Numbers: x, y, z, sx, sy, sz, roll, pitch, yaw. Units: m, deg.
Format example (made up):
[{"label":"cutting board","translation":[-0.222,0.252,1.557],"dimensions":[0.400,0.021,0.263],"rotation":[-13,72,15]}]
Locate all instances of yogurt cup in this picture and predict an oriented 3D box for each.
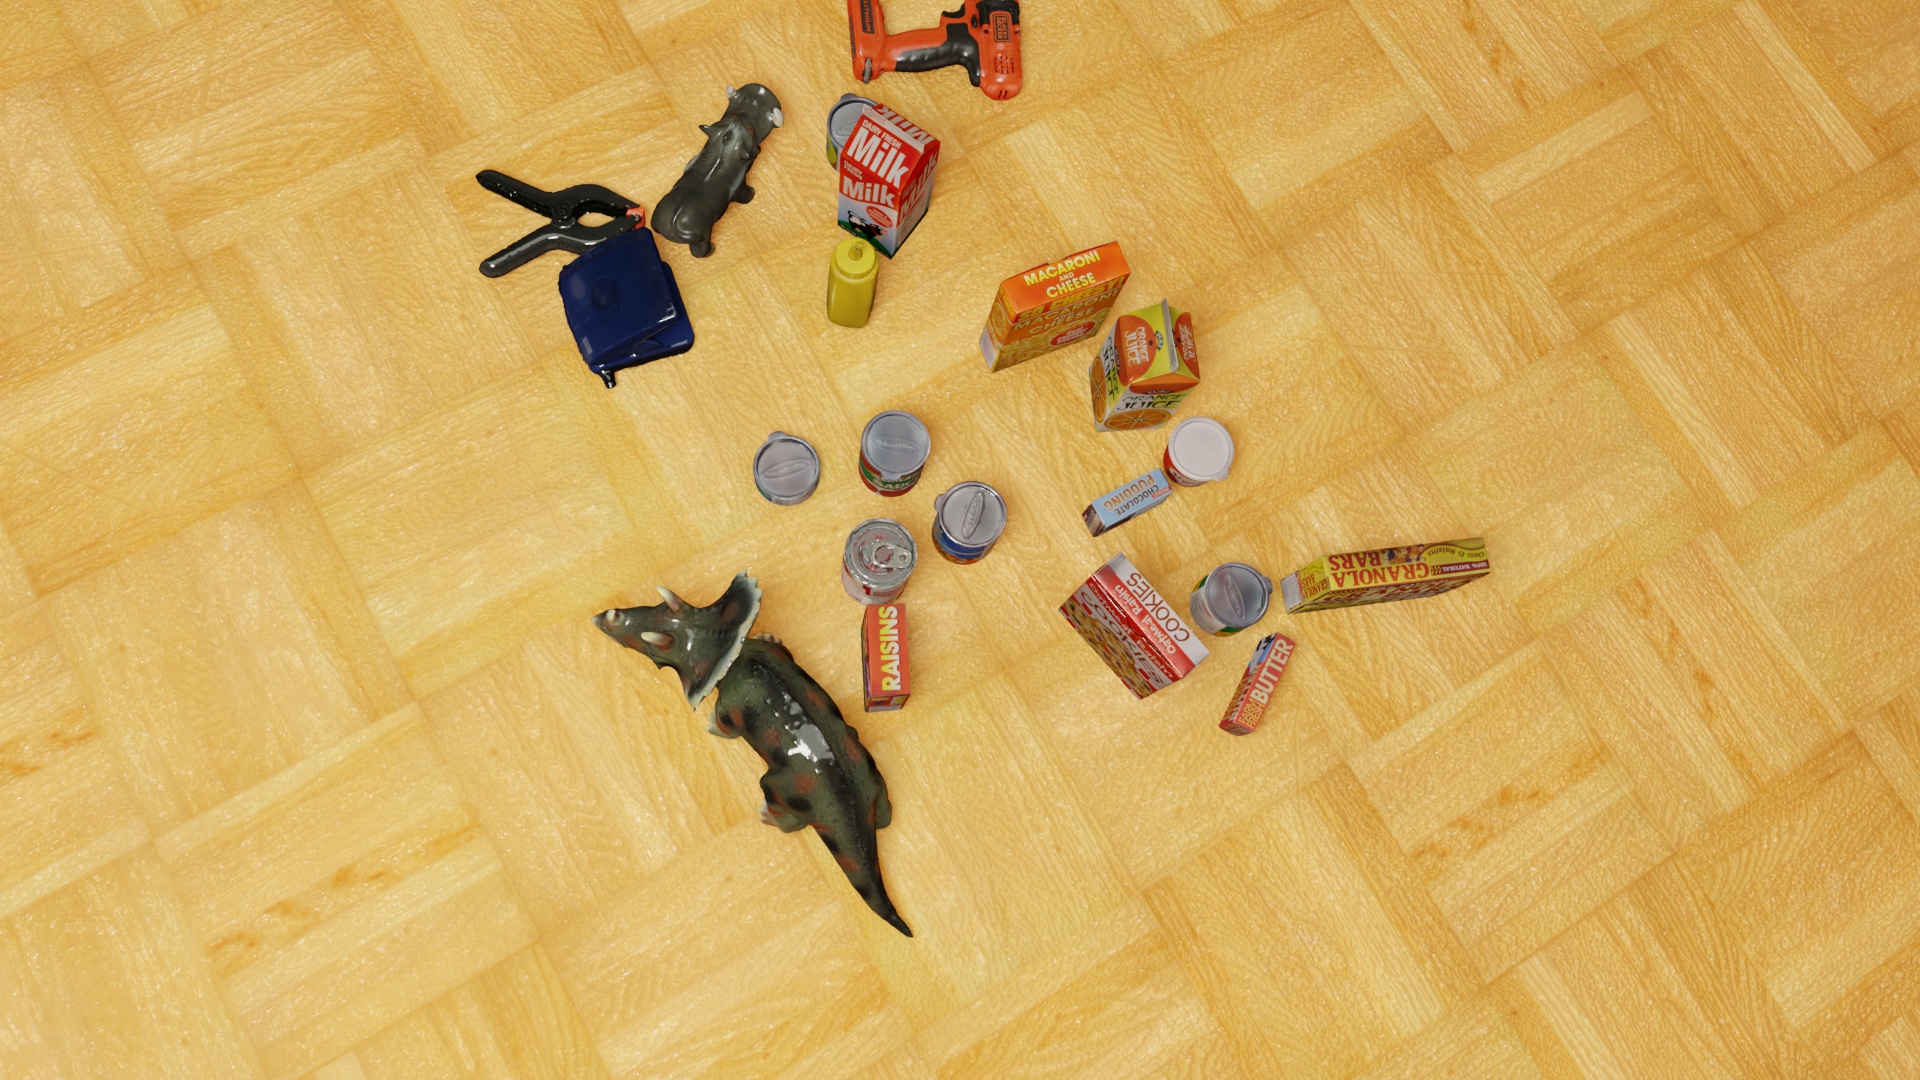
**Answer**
[{"label":"yogurt cup","translation":[0.240,-0.087,1.421],"dimensions":[0.072,0.053,0.072],"rotation":[2,76,-7]}]

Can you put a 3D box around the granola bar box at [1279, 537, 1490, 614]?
[{"label":"granola bar box","translation":[0.418,0.037,1.376],"dimensions":[0.166,0.124,0.039],"rotation":[-6,78,-8]}]

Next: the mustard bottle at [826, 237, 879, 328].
[{"label":"mustard bottle","translation":[-0.106,-0.262,1.367],"dimensions":[0.049,0.160,0.065],"rotation":[9,76,-5]}]

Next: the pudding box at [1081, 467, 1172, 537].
[{"label":"pudding box","translation":[0.168,-0.038,1.402],"dimensions":[0.084,0.049,0.030],"rotation":[-27,81,-12]}]

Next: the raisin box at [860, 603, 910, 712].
[{"label":"raisin box","translation":[-0.072,0.111,1.298],"dimensions":[0.040,0.123,0.086],"rotation":[-1,77,-7]}]

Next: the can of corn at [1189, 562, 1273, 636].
[{"label":"can of corn","translation":[0.270,0.059,1.386],"dimensions":[0.071,0.058,0.071],"rotation":[2,76,-7]}]

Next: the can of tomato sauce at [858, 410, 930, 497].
[{"label":"can of tomato sauce","translation":[-0.066,-0.082,1.367],"dimensions":[0.071,0.083,0.071],"rotation":[2,76,-7]}]

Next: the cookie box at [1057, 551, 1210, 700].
[{"label":"cookie box","translation":[0.159,0.085,1.310],"dimensions":[0.040,0.167,0.123],"rotation":[-40,84,-14]}]

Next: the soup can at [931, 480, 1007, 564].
[{"label":"soup can","translation":[0.005,-0.017,1.359],"dimensions":[0.071,0.083,0.071],"rotation":[2,76,-7]}]

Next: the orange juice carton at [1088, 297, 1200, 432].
[{"label":"orange juice carton","translation":[0.182,-0.169,1.363],"dimensions":[0.073,0.192,0.072],"rotation":[-4,77,-8]}]

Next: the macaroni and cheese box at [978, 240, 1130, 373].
[{"label":"macaroni and cheese box","translation":[0.089,-0.230,1.380],"dimensions":[0.124,0.166,0.040],"rotation":[-21,80,-11]}]

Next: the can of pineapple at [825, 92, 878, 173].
[{"label":"can of pineapple","translation":[-0.108,-0.424,1.460],"dimensions":[0.071,0.057,0.071],"rotation":[2,76,-7]}]

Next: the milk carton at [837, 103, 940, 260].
[{"label":"milk carton","translation":[-0.072,-0.364,1.381],"dimensions":[0.072,0.190,0.073],"rotation":[34,75,2]}]

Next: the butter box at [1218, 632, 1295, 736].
[{"label":"butter box","translation":[0.293,0.143,1.371],"dimensions":[0.024,0.053,0.104],"rotation":[29,75,1]}]

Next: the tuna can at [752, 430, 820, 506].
[{"label":"tuna can","translation":[-0.173,-0.071,1.377],"dimensions":[0.071,0.032,0.071],"rotation":[2,76,-7]}]
